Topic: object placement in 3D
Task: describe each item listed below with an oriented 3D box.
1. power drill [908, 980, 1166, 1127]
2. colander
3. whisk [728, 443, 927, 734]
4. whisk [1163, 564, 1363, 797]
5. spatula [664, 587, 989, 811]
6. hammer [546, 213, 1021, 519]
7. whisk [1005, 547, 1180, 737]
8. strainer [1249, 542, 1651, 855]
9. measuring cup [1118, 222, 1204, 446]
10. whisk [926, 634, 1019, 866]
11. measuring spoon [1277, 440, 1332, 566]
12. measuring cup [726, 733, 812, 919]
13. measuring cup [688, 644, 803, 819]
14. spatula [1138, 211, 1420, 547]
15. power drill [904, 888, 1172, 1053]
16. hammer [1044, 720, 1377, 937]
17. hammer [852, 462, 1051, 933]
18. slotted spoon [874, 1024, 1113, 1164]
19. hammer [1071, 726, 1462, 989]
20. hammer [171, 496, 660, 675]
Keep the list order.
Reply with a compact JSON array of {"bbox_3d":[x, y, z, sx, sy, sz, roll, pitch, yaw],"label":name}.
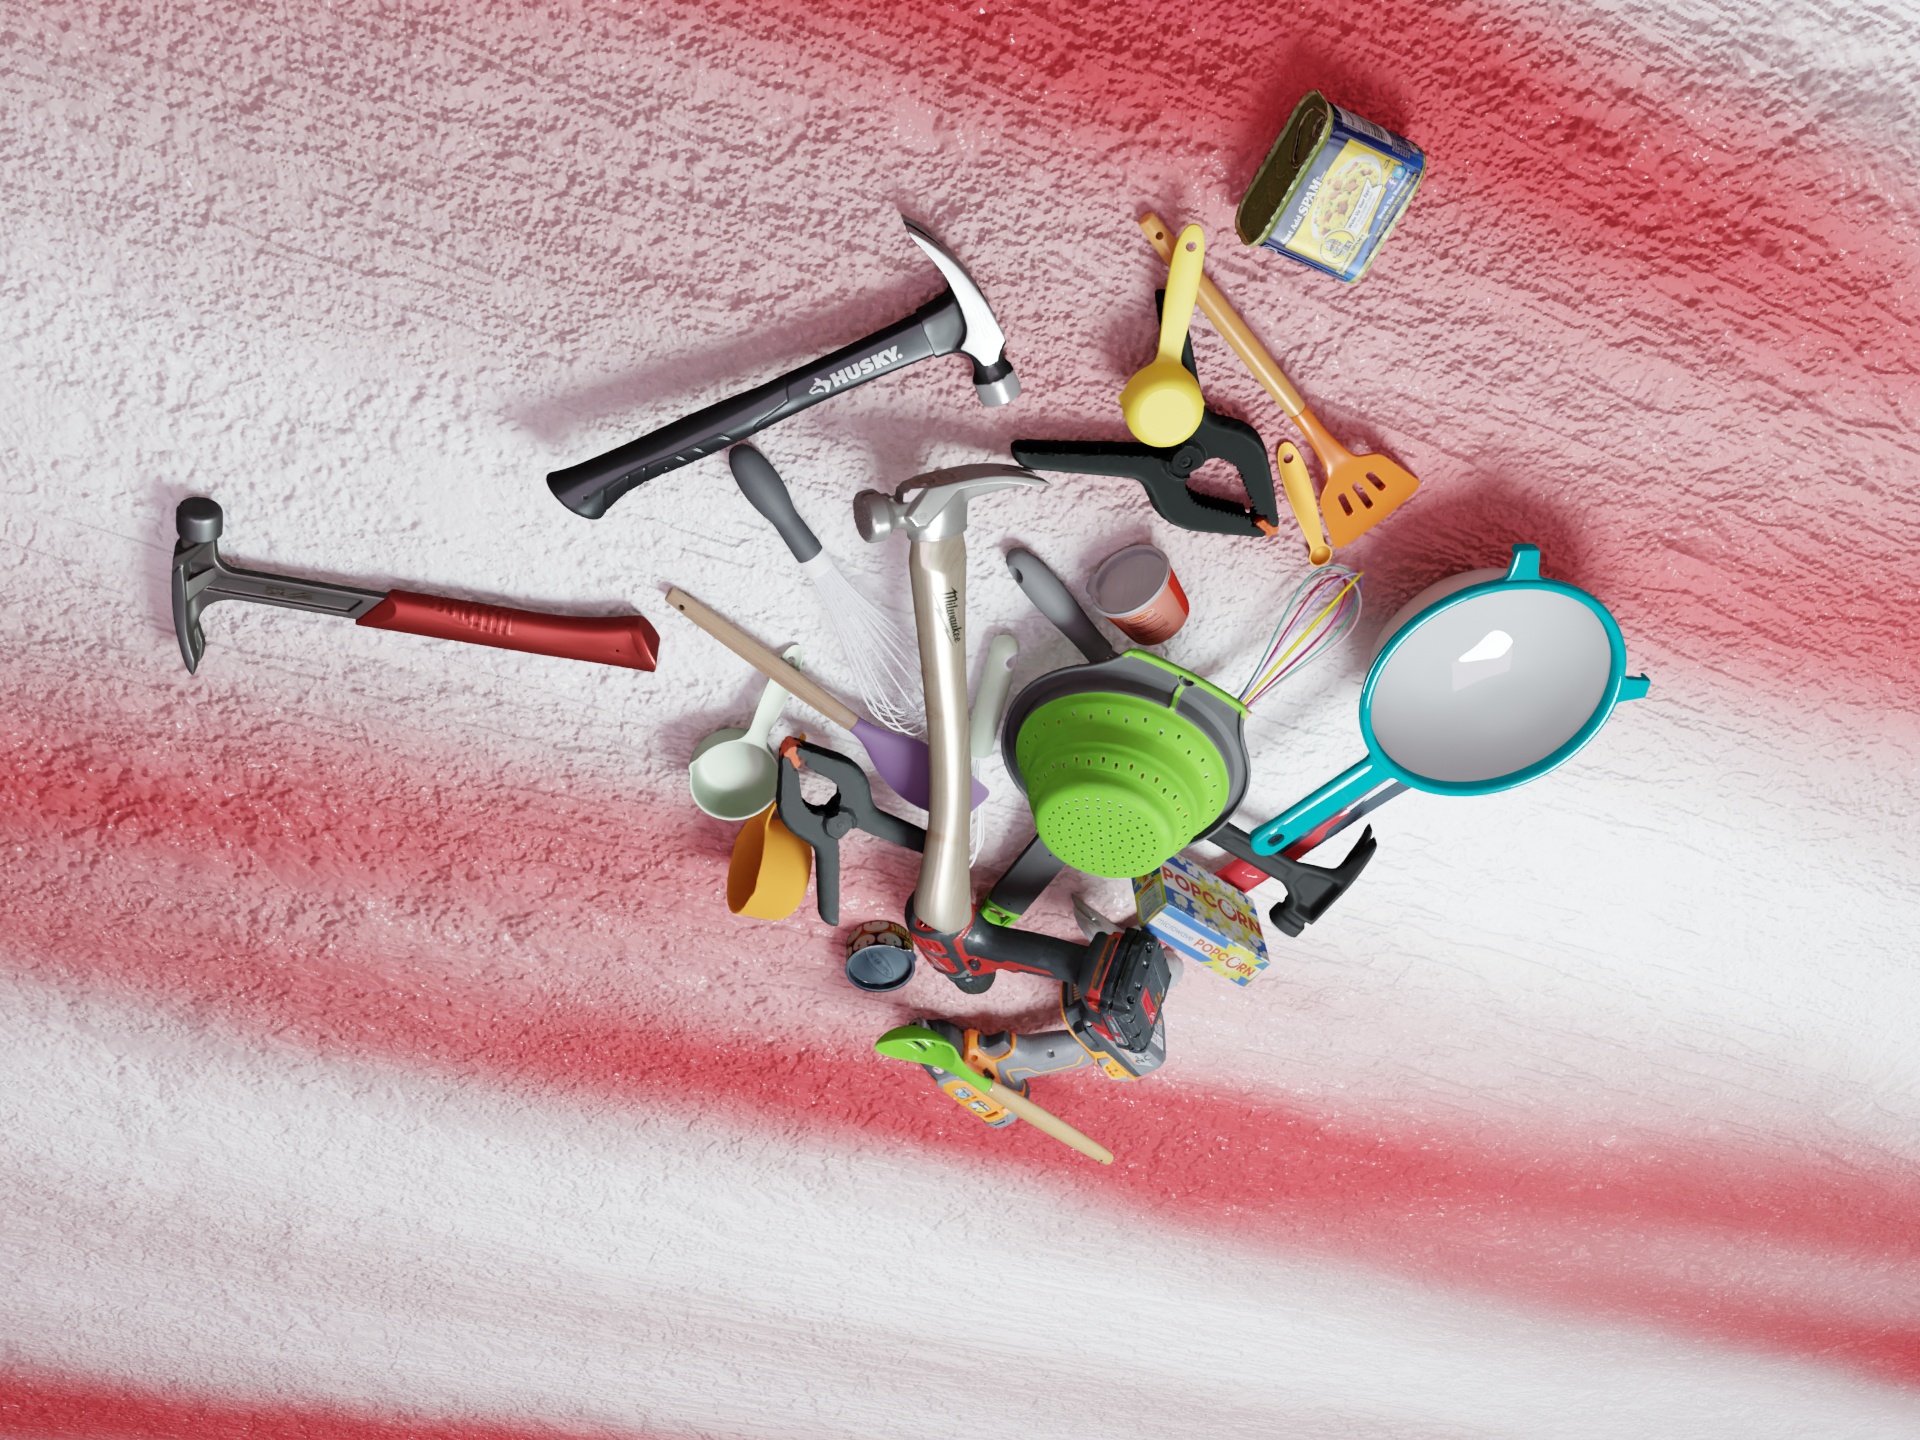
[{"bbox_3d":[0.067,0.312,1.551,0.226,0.084,0.164,-26,127,26],"label":"power drill"},{"bbox_3d":[0.092,0.104,1.326,0.204,0.095,0.397,27,139,-6],"label":"colander"},{"bbox_3d":[-0.095,-0.099,1.229,0.070,0.070,0.284,-25,122,15],"label":"whisk"},{"bbox_3d":[0.242,-0.029,1.293,0.051,0.047,0.245,34,107,-18],"label":"whisk"},{"bbox_3d":[-0.109,-0.011,1.293,0.315,0.018,0.059,37,121,-20],"label":"spatula"},{"bbox_3d":[-0.134,-0.226,1.110,0.335,0.035,0.146,-23,127,5],"label":"hammer"},{"bbox_3d":[0.111,-0.056,1.288,0.055,0.055,0.238,-33,120,20],"label":"whisk"},{"bbox_3d":[0.370,-0.010,1.311,0.340,0.095,0.210,-38,121,23],"label":"strainer"},{"bbox_3d":[0.148,-0.261,1.093,0.062,0.029,0.156,4,125,-4],"label":"measuring cup"},{"bbox_3d":[0.012,0.031,1.350,0.058,0.059,0.246,-21,137,-41],"label":"whisk"},{"bbox_3d":[0.265,-0.168,1.231,0.021,0.011,0.116,-27,124,2],"label":"measuring spoon"},{"bbox_3d":[-0.147,0.093,1.372,0.052,0.095,0.173,18,107,-24],"label":"measuring cup"},{"bbox_3d":[-0.171,0.004,1.322,0.083,0.038,0.167,20,108,-23],"label":"measuring cup"},{"bbox_3d":[0.227,-0.245,1.155,0.081,0.041,0.322,-39,118,15],"label":"spatula"},{"bbox_3d":[0.069,0.224,1.429,0.227,0.080,0.187,14,155,22],"label":"power drill"},{"bbox_3d":[0.196,0.072,1.373,0.336,0.034,0.127,29,119,-15],"label":"hammer"},{"bbox_3d":[-0.002,-0.004,1.253,0.146,0.038,0.410,-15,125,-21],"label":"hammer"},{"bbox_3d":[0.041,0.363,1.535,0.313,0.031,0.070,37,138,-29],"label":"slotted spoon"},{"bbox_3d":[0.281,0.109,1.439,0.386,0.038,0.143,-38,121,23],"label":"hammer"},{"bbox_3d":[-0.415,-0.074,1.229,0.359,0.037,0.149,9,128,-12],"label":"hammer"}]
